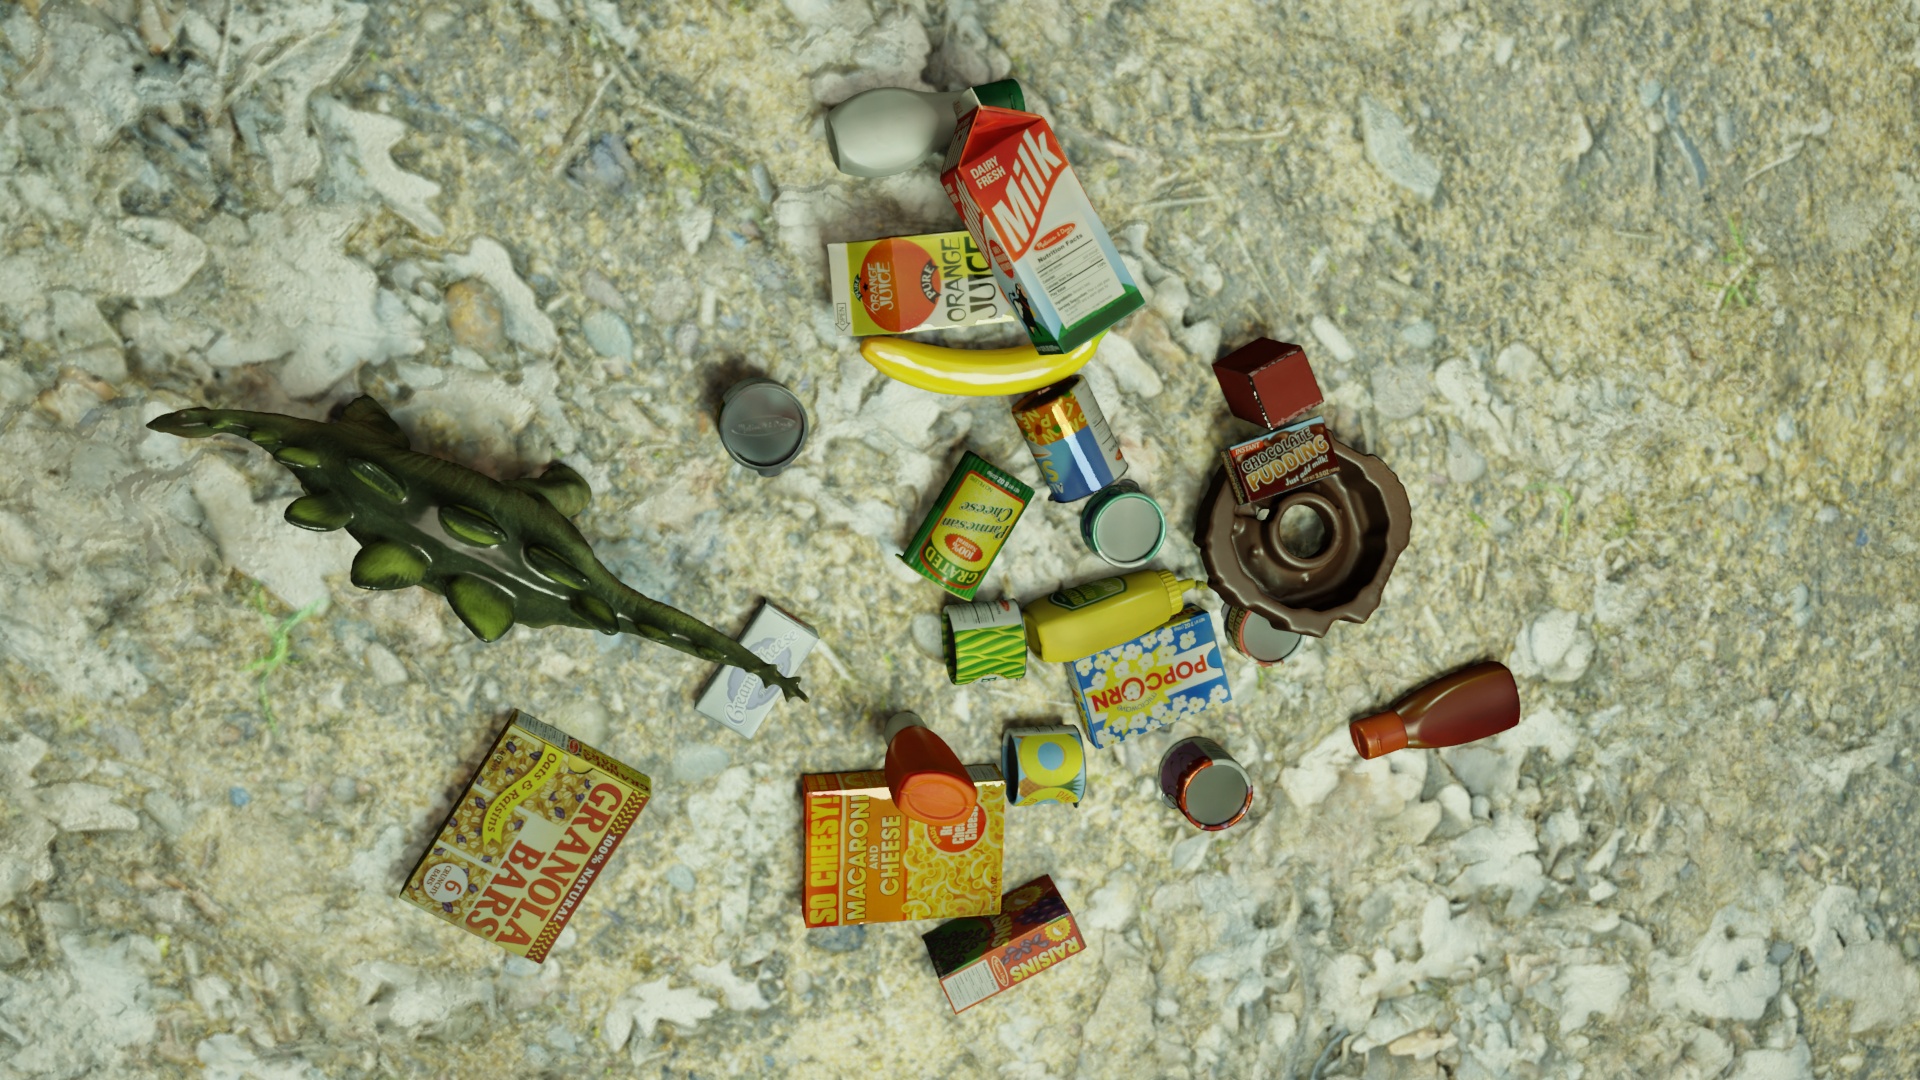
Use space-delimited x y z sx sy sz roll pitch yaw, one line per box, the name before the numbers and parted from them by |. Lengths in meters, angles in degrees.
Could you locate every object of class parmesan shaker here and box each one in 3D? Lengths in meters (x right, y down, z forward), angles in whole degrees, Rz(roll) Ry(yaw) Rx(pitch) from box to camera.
parmesan shaker | 0.004 -0.014 1.107 0.071 0.071 0.103 30 94 -17

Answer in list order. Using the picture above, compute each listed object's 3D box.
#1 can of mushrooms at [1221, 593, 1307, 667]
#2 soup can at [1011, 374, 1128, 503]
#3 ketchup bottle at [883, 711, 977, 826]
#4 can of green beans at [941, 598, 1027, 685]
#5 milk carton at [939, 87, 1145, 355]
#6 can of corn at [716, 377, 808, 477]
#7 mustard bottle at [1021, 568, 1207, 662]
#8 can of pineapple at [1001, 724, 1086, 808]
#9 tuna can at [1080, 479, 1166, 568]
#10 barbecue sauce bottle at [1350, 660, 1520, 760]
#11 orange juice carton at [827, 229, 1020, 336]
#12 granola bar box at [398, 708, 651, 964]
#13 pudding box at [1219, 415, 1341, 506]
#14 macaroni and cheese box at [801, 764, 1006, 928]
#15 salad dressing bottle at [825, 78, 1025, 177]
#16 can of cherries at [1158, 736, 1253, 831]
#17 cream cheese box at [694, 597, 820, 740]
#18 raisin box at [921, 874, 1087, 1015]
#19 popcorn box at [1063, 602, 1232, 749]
can of mushrooms | 0.262 0.074 1.200 0.071 0.033 0.071 -3 103 -12
soup can | 0.085 -0.081 1.111 0.071 0.071 0.083 -29 106 -5
ketchup bottle | -0.032 0.175 1.095 0.065 0.149 0.043 16 99 -15
can of green beans | 0.019 0.083 1.130 0.058 0.071 0.071 -6 103 -11
milk carton | 0.048 -0.232 0.992 0.073 0.072 0.190 -33 103 -6
can of corn | -0.152 -0.087 1.060 0.071 0.058 0.071 -3 102 -12
mustard bottle | 0.132 0.055 1.154 0.160 0.065 0.048 -18 111 -14
can of pineapple | 0.069 0.190 1.163 0.058 0.071 0.070 -2 102 -11
tuna can | 0.136 -0.014 1.153 0.071 0.033 0.071 -3 103 -12
barbecue sauce bottle | 0.426 0.158 1.250 0.149 0.044 0.064 -17 105 -8
orange juice carton | -0.004 -0.201 1.061 0.193 0.073 0.071 -8 103 -11
granola bar box | -0.341 0.235 1.095 0.124 0.039 0.165 32 94 -17
pudding box | 0.256 -0.064 1.114 0.084 0.030 0.049 -18 88 -9
macaroni and cheese box | -0.049 0.256 1.165 0.167 0.040 0.123 -1 102 -13
salad dressing bottle | -0.025 -0.315 1.049 0.148 0.044 0.064 -15 103 -10
can of cherries | 0.211 0.213 1.205 0.071 0.058 0.071 -3 102 -12
cream cheese box | -0.163 0.104 1.115 0.053 0.024 0.103 34 93 -17
raisin box | 0.036 0.340 1.178 0.123 0.086 0.040 -25 102 -6
popcorn box | 0.158 0.115 1.183 0.127 0.038 0.085 -19 104 -8
